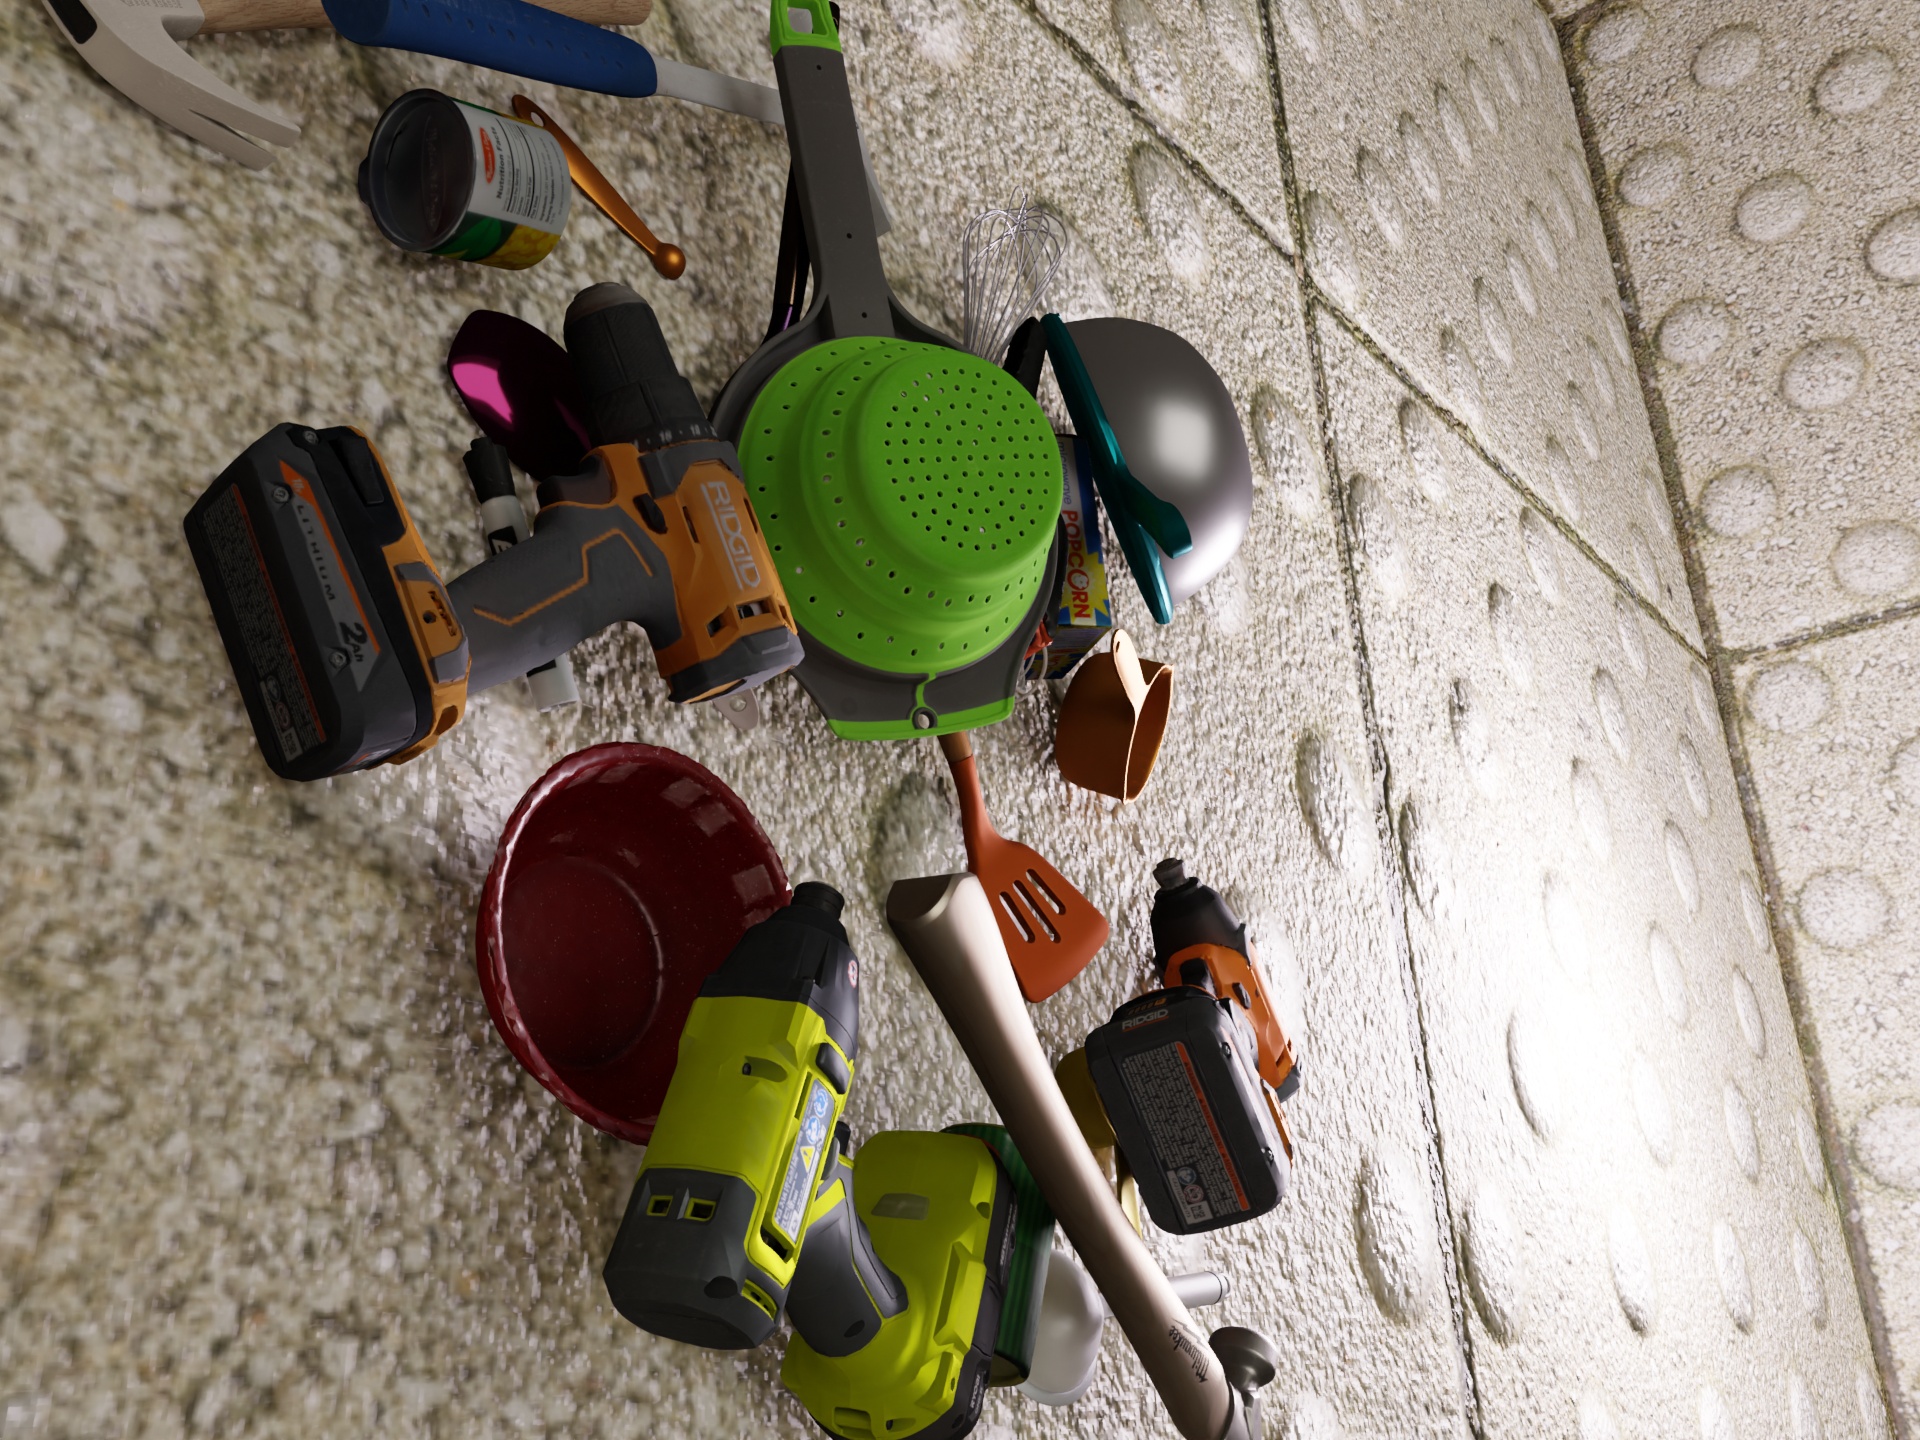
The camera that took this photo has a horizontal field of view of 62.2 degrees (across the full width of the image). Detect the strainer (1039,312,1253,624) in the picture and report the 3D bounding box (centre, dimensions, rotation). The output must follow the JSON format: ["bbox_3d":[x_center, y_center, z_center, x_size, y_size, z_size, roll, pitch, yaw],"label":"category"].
[{"bbox_3d":[0.133,-0.155,0.953,0.340,0.095,0.211,-98,166,-73],"label":"strainer"}]

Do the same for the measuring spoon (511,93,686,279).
[{"bbox_3d":[-0.179,-0.268,0.798,0.116,0.011,0.021,45,43,-31],"label":"measuring spoon"}]

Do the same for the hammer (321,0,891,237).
[{"bbox_3d":[-0.150,-0.317,0.792,0.405,0.035,0.144,-27,97,-63],"label":"hammer"}]

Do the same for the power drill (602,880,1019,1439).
[{"bbox_3d":[-0.048,0.185,0.634,0.223,0.080,0.171,65,32,-46],"label":"power drill"}]

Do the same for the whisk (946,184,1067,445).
[{"bbox_3d":[0.013,-0.231,0.999,0.070,0.070,0.285,40,50,-35],"label":"whisk"}]

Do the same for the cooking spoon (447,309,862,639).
[{"bbox_3d":[-0.118,-0.089,0.787,0.318,0.017,0.069,39,52,-37],"label":"cooking spoon"}]

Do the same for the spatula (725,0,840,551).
[{"bbox_3d":[-0.085,-0.236,0.828,0.059,0.018,0.316,18,71,-42],"label":"spatula"}]

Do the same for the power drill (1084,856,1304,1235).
[{"bbox_3d":[0.137,0.176,0.916,0.164,0.084,0.226,68,18,-3],"label":"power drill"}]

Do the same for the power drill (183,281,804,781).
[{"bbox_3d":[-0.178,-0.083,0.633,0.226,0.084,0.185,-18,88,-46],"label":"power drill"}]

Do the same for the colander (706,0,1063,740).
[{"bbox_3d":[-0.033,-0.193,0.781,0.204,0.094,0.397,-7,84,-30],"label":"colander"}]

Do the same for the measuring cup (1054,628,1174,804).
[{"bbox_3d":[0.082,-0.016,0.933,0.173,0.052,0.095,61,48,-62],"label":"measuring cup"}]

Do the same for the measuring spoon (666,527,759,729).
[{"bbox_3d":[-0.131,-0.047,0.754,0.124,0.034,0.018,61,-7,-22],"label":"measuring spoon"}]

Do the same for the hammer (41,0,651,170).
[{"bbox_3d":[-0.251,-0.324,0.713,0.331,0.031,0.130,-38,104,-53],"label":"hammer"}]

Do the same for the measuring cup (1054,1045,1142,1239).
[{"bbox_3d":[0.077,0.249,0.855,0.062,0.029,0.157,43,33,-44],"label":"measuring cup"}]

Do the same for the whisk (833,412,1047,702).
[{"bbox_3d":[-0.027,-0.116,0.898,0.246,0.059,0.058,58,20,-9],"label":"whisk"}]

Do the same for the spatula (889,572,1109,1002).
[{"bbox_3d":[-0.001,-0.003,0.859,0.081,0.041,0.322,-35,112,-42],"label":"spatula"}]

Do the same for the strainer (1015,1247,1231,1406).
[{"bbox_3d":[0.086,0.311,0.854,0.258,0.050,0.087,19,45,-52],"label":"strainer"}]

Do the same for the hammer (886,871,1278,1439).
[{"bbox_3d":[0.060,0.237,0.727,0.410,0.038,0.146,63,31,-28],"label":"hammer"}]
